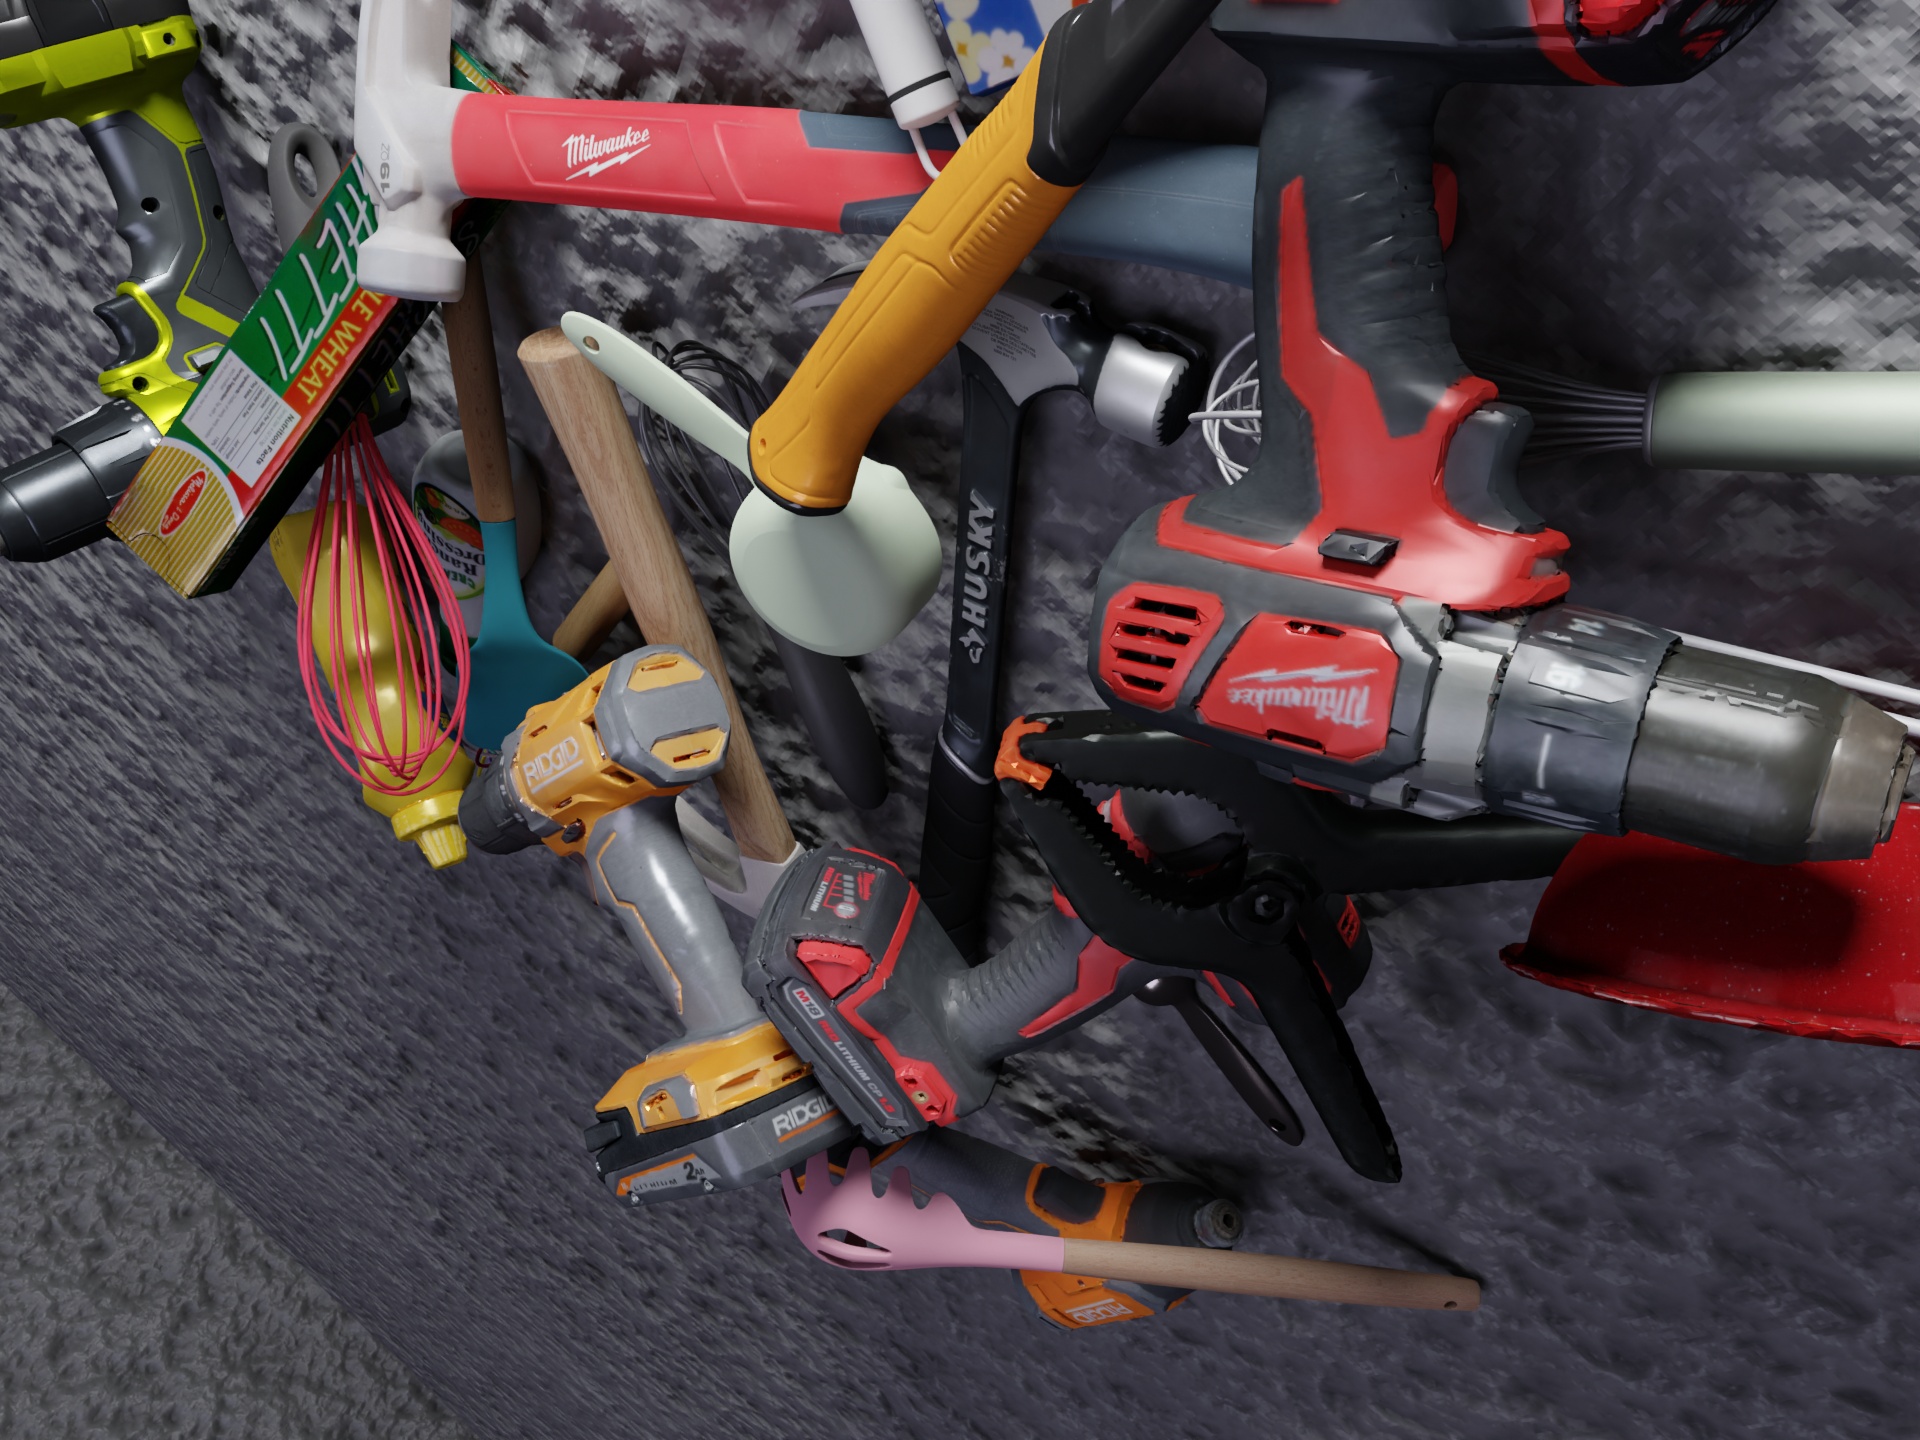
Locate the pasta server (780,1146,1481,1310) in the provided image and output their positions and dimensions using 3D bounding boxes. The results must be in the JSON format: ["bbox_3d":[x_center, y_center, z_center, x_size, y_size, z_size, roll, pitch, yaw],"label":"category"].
[{"bbox_3d":[0.073,0.236,0.715,0.316,0.040,0.060,5,129,1],"label":"pasta server"}]

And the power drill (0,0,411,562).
[{"bbox_3d":[-0.369,-0.195,0.686,0.080,0.190,0.228,8,125,47],"label":"power drill"}]

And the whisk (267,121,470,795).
[{"bbox_3d":[-0.265,-0.113,0.693,0.073,0.073,0.296,-8,91,45],"label":"whisk"}]

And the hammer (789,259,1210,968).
[{"bbox_3d":[-0.001,-0.002,0.657,0.149,0.036,0.408,28,140,21],"label":"hammer"}]

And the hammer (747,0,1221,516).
[{"bbox_3d":[0.014,-0.143,0.386,0.337,0.034,0.127,-35,64,58],"label":"hammer"}]

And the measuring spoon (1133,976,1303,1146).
[{"bbox_3d":[0.112,0.148,0.708,0.124,0.018,0.034,51,141,-10],"label":"measuring spoon"}]

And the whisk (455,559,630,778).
[{"bbox_3d":[-0.205,-0.025,0.813,0.051,0.047,0.245,48,139,-4],"label":"whisk"}]

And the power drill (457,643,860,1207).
[{"bbox_3d":[-0.150,0.097,0.720,0.185,0.084,0.226,-24,84,44],"label":"power drill"}]

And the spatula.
[{"bbox_3d":[-0.206,-0.118,0.701,0.082,0.044,0.317,1,115,5],"label":"spatula"}]

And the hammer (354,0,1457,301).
[{"bbox_3d":[-0.040,-0.188,0.499,0.386,0.038,0.143,13,104,25],"label":"hammer"}]

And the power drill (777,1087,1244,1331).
[{"bbox_3d":[0.022,0.221,0.784,0.226,0.084,0.164,33,143,-11],"label":"power drill"}]

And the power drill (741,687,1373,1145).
[{"bbox_3d":[0.032,0.075,0.620,0.219,0.079,0.143,-24,113,25],"label":"power drill"}]

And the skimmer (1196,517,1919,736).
[{"bbox_3d":[0.202,-0.036,0.402,0.363,0.127,0.090,20,142,41],"label":"skimmer"}]

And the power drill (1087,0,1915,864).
[{"bbox_3d":[0.129,-0.083,0.358,0.188,0.080,0.226,17,109,31],"label":"power drill"}]

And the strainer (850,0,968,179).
[{"bbox_3d":[-0.052,-0.269,0.426,0.050,0.087,0.258,-108,-5,-75],"label":"strainer"}]

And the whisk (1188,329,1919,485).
[{"bbox_3d":[0.176,-0.079,0.421,0.246,0.059,0.058,8,100,31],"label":"whisk"}]

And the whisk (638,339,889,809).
[{"bbox_3d":[-0.076,-0.053,0.672,0.055,0.055,0.238,9,135,36],"label":"whisk"}]

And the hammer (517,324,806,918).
[{"bbox_3d":[-0.123,-0.024,0.721,0.130,0.031,0.331,7,133,29],"label":"hammer"}]

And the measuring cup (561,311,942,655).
[{"bbox_3d":[-0.084,-0.085,0.574,0.167,0.038,0.083,37,140,-7],"label":"measuring cup"}]
